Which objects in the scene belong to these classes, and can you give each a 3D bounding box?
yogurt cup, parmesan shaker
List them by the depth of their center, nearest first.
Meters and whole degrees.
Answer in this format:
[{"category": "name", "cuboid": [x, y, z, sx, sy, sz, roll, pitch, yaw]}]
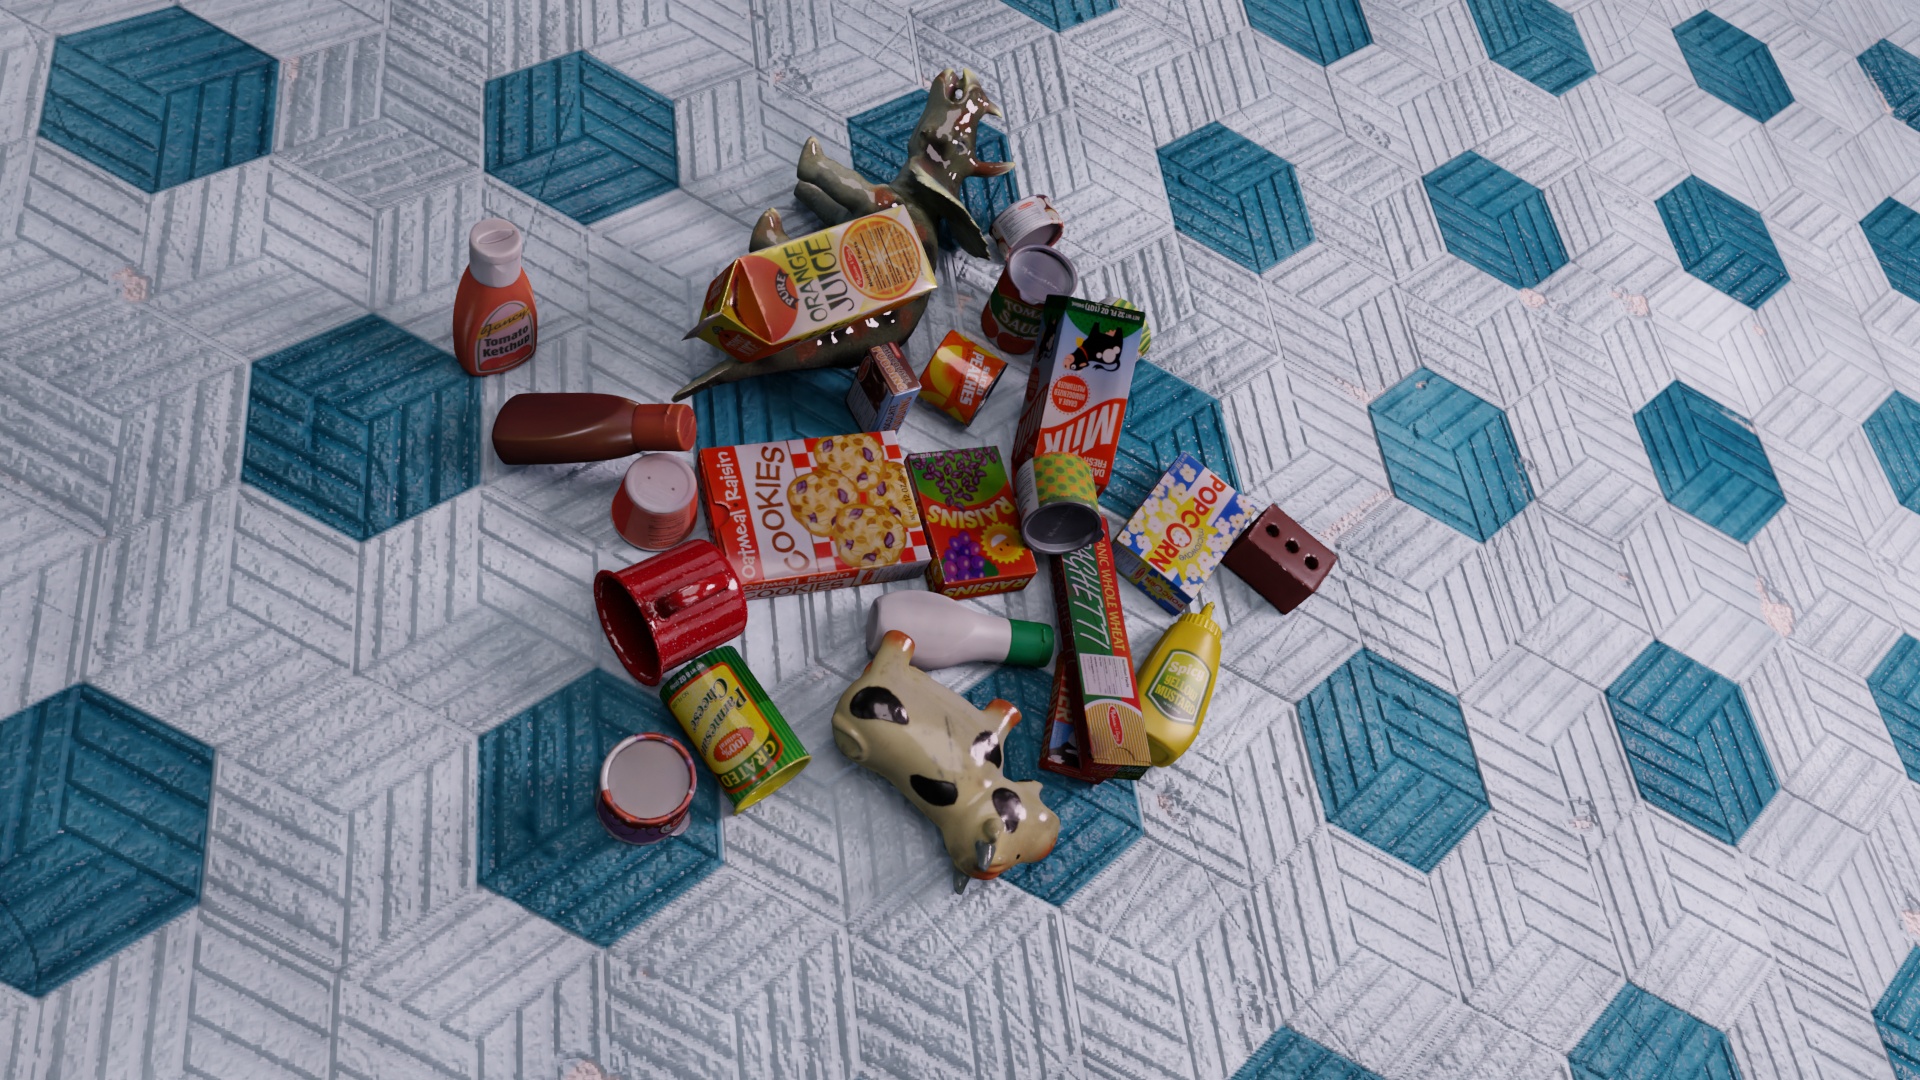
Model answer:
[{"category": "parmesan shaker", "cuboid": [-0.167, 0.137, 1.010, 0.071, 0.071, 0.103, -31, 76, -29]}, {"category": "yogurt cup", "cuboid": [-0.236, -0.032, 1.081, 0.072, 0.053, 0.072, 8, 62, -15]}]

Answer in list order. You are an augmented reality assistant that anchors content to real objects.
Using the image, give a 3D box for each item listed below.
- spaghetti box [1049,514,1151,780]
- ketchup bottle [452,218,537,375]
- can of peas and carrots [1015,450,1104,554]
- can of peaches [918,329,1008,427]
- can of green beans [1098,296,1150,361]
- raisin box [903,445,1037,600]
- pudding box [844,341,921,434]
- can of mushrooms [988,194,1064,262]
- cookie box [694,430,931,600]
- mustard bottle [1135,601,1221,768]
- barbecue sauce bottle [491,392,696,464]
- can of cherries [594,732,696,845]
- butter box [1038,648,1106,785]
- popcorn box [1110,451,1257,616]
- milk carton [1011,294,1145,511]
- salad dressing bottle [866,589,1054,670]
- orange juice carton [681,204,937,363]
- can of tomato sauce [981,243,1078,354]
[{"category": "spaghetti box", "cuboid": [0.109, 0.078, 1.126, 0.050, 0.028, 0.251, 7, 49, -15]}, {"category": "ketchup bottle", "cuboid": [-0.357, -0.187, 1.066, 0.065, 0.148, 0.043, -28, 74, -29]}, {"category": "can of peas and carrots", "cuboid": [0.082, -0.031, 1.146, 0.071, 0.070, 0.059, 7, 49, -15]}, {"category": "can of peaches", "cuboid": [0.000, -0.142, 1.210, 0.058, 0.071, 0.071, 32, 58, 1]}, {"category": "can of green beans", "cuboid": [0.133, -0.183, 1.279, 0.071, 0.071, 0.058, 45, 58, 7]}, {"category": "raisin box", "cuboid": [0.004, -0.015, 1.163, 0.086, 0.040, 0.124, -7, 65, -23]}, {"category": "pudding box", "cuboid": [-0.066, -0.123, 1.169, 0.030, 0.083, 0.050, -20, 71, -27]}, {"category": "can of mushrooms", "cuboid": [0.064, -0.294, 1.316, 0.071, 0.070, 0.033, -22, 74, -27]}, {"category": "cookie box", "cuboid": [-0.120, -0.022, 1.123, 0.168, 0.040, 0.123, -7, 66, -22]}, {"category": "mustard bottle", "cuboid": [0.182, 0.108, 1.152, 0.065, 0.048, 0.161, 31, 58, -3]}, {"category": "barbecue sauce bottle", "cuboid": [-0.278, -0.086, 1.064, 0.148, 0.043, 0.065, 1, 42, 12]}, {"category": "can of cherries", "cuboid": [-0.218, 0.175, 0.975, 0.071, 0.058, 0.072, 8, 61, -14]}, {"category": "butter box", "cuboid": [0.098, 0.141, 1.121, 0.053, 0.024, 0.104, 18, 59, -9]}, {"category": "popcorn box", "cuboid": [0.194, -0.008, 1.224, 0.085, 0.038, 0.127, 39, 58, 3]}, {"category": "milk carton", "cuboid": [0.096, -0.111, 1.197, 0.072, 0.073, 0.190, 9, 98, -14]}, {"category": "salad dressing bottle", "cuboid": [0.001, 0.076, 1.112, 0.148, 0.043, 0.064, 8, 58, -16]}, {"category": "orange juice carton", "cuboid": [-0.124, -0.195, 1.089, 0.193, 0.071, 0.073, -25, 96, -25]}, {"category": "can of tomato sauce", "cuboid": [0.061, -0.216, 1.262, 0.071, 0.082, 0.071, 8, 61, -15]}]
